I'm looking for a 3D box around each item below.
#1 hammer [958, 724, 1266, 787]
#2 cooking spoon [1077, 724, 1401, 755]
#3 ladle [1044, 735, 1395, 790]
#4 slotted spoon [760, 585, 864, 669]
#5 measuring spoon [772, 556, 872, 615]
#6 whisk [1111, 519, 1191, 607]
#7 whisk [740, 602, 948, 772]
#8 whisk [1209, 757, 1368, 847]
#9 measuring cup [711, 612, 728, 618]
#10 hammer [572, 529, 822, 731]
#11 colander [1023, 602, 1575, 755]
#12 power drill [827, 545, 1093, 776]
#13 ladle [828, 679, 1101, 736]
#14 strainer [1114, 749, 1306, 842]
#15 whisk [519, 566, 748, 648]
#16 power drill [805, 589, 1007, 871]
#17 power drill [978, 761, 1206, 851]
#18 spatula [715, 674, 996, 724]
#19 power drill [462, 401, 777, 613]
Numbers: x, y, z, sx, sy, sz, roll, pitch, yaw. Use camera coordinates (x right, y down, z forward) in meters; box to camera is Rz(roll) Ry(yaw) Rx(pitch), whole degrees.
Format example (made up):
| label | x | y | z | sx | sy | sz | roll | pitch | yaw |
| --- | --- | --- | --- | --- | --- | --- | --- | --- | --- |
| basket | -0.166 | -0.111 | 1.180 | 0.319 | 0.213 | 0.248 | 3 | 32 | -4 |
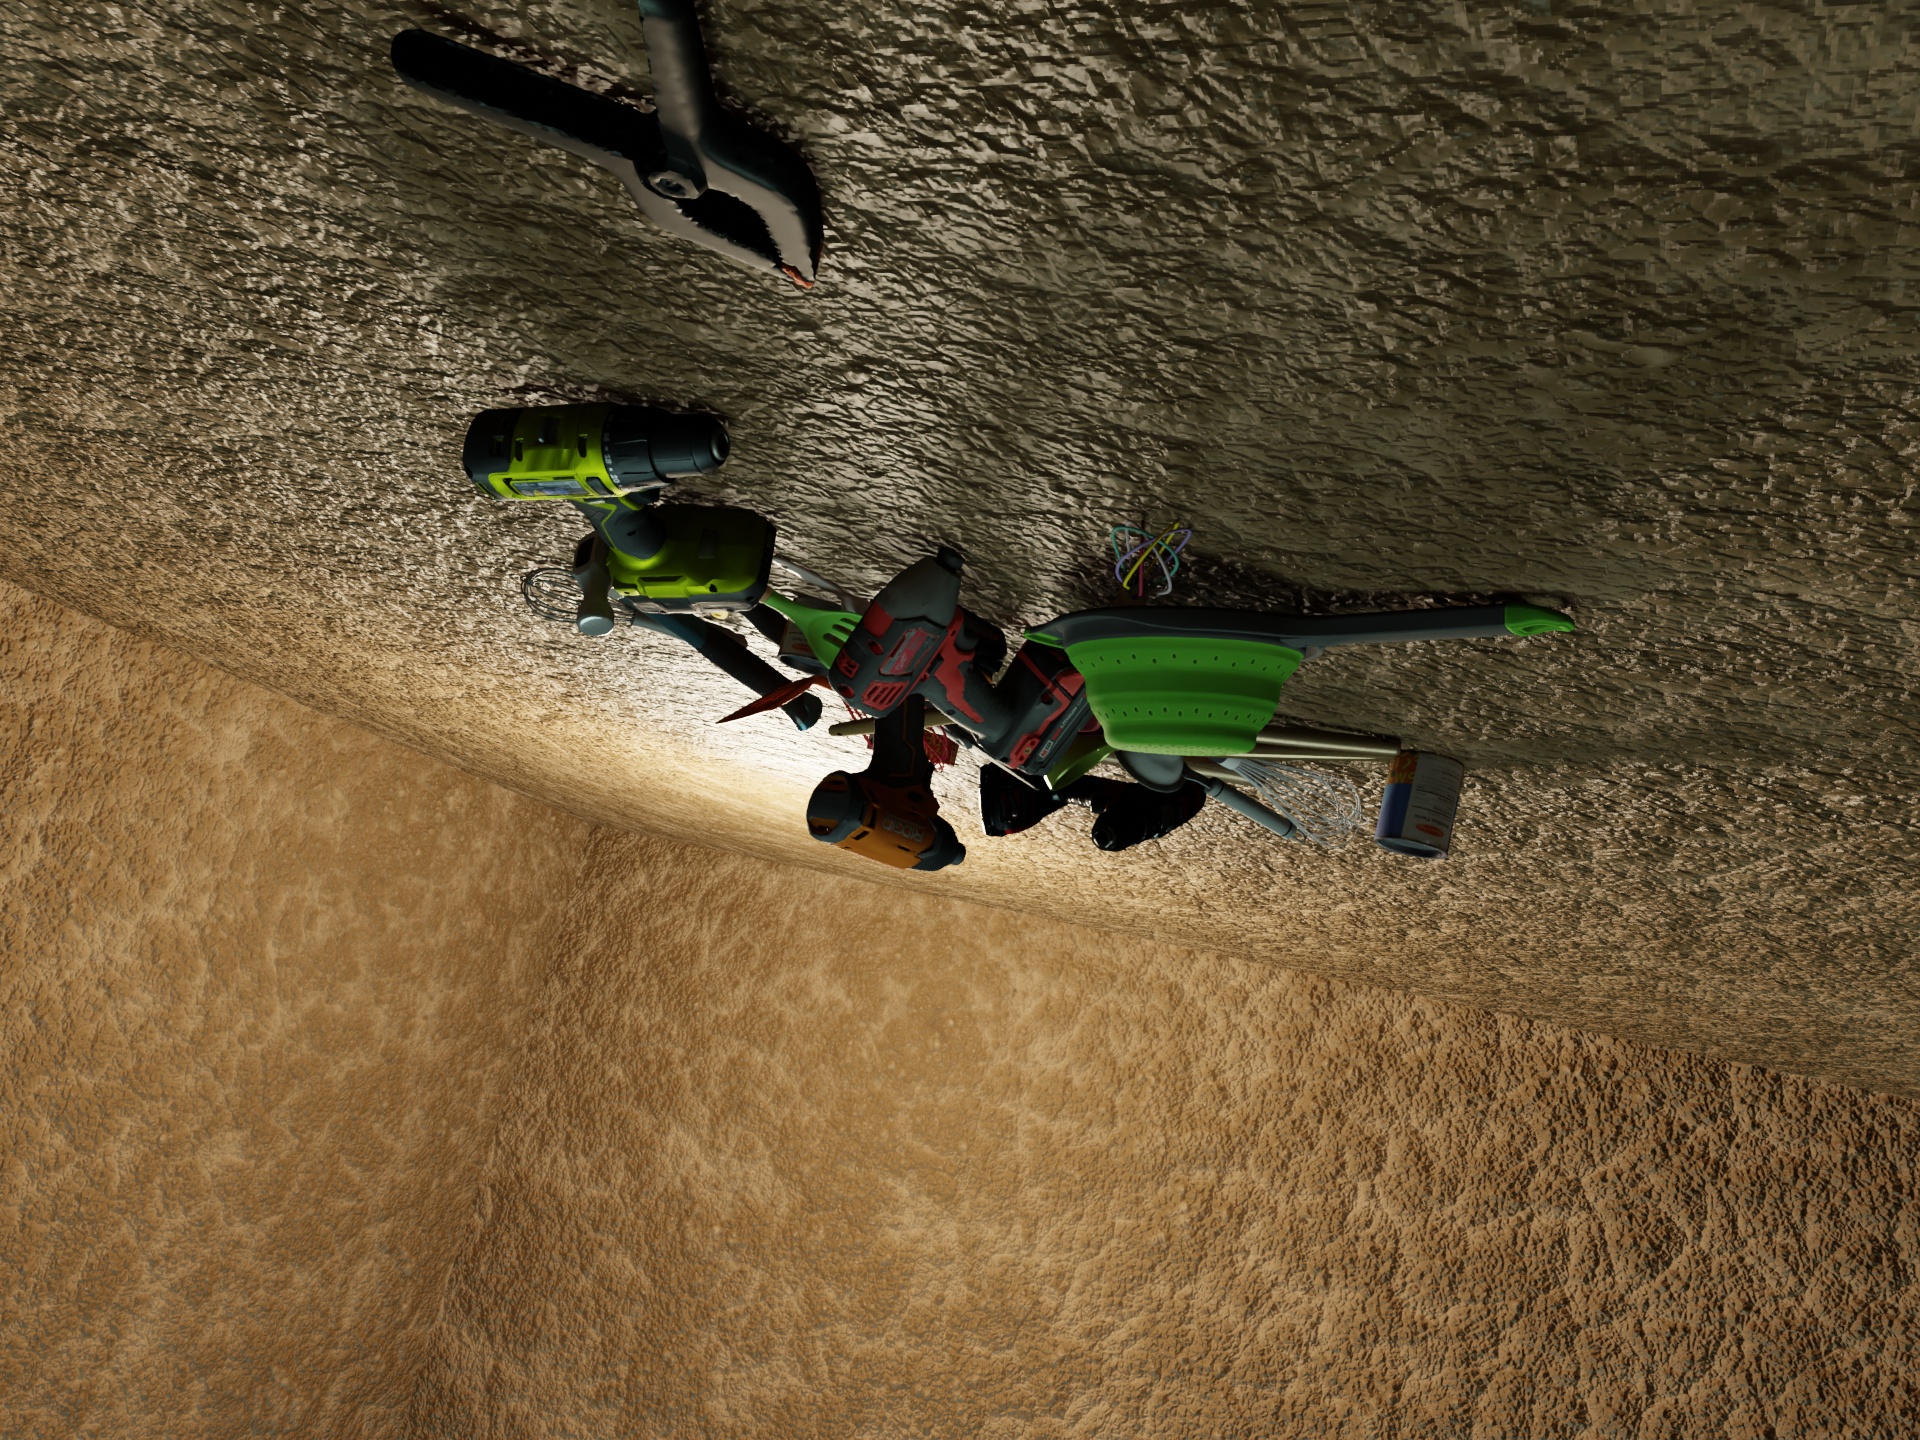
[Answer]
| label | x | y | z | sx | sy | sz | roll | pitch | yaw |
| --- | --- | --- | --- | --- | --- | --- | --- | --- | --- |
| hammer | 0.152 | 0.033 | 1.659 | 0.331 | 0.031 | 0.130 | 8 | 176 | 21 |
| cooking spoon | 0.235 | 0.008 | 1.440 | 0.319 | 0.069 | 0.017 | 6 | 127 | 13 |
| ladle | 0.234 | 0.038 | 1.460 | 0.320 | 0.062 | 0.078 | 1 | 172 | 12 |
| slotted spoon | -0.185 | -0.121 | 1.358 | 0.313 | 0.031 | 0.070 | 31 | 127 | -30 |
| measuring spoon | -0.121 | -0.113 | 1.392 | 0.034 | 0.018 | 0.124 | 3 | 162 | 45 |
| whisk | 0.123 | -0.096 | 1.132 | 0.051 | 0.047 | 0.245 | 13 | 171 | 2 |
| whisk | -0.111 | -0.034 | 1.560 | 0.073 | 0.073 | 0.295 | 0 | 147 | 49 |
| whisk | 0.285 | 0.046 | 1.543 | 0.284 | 0.070 | 0.070 | 27 | 164 | -23 |
| measuring cup | -0.236 | -0.111 | 1.500 | 0.062 | 0.029 | 0.156 | 15 | 165 | -1 |
| hammer | -0.223 | -0.069 | 1.408 | 0.033 | 0.128 | 0.330 | -21 | 147 | 22 |
| colander | 0.228 | -0.025 | 1.125 | 0.397 | 0.094 | 0.204 | -2 | 173 | 38 |
| power drill | 0.011 | -0.048 | 1.276 | 0.219 | 0.143 | 0.079 | 23 | -163 | -40 |
| ladle | -0.002 | -0.005 | 1.469 | 0.315 | 0.031 | 0.069 | -7 | 134 | 37 |
| strainer | 0.244 | 0.059 | 1.564 | 0.258 | 0.087 | 0.050 | 29 | 132 | -20 |
| whisk | -0.327 | -0.107 | 1.607 | 0.238 | 0.055 | 0.055 | 15 | 168 | -22 |
| power drill | -0.035 | 0.017 | 1.373 | 0.084 | 0.226 | 0.164 | 2 | 162 | 45 |
| power drill | 0.128 | 0.090 | 1.700 | 0.227 | 0.080 | 0.188 | 5 | -164 | 35 |
| spatula | -0.080 | -0.019 | 1.484 | 0.322 | 0.041 | 0.081 | 0 | 171 | -43 |
| power drill | -0.225 | -0.160 | 1.171 | 0.190 | 0.080 | 0.228 | 1 | 160 | 19 |
